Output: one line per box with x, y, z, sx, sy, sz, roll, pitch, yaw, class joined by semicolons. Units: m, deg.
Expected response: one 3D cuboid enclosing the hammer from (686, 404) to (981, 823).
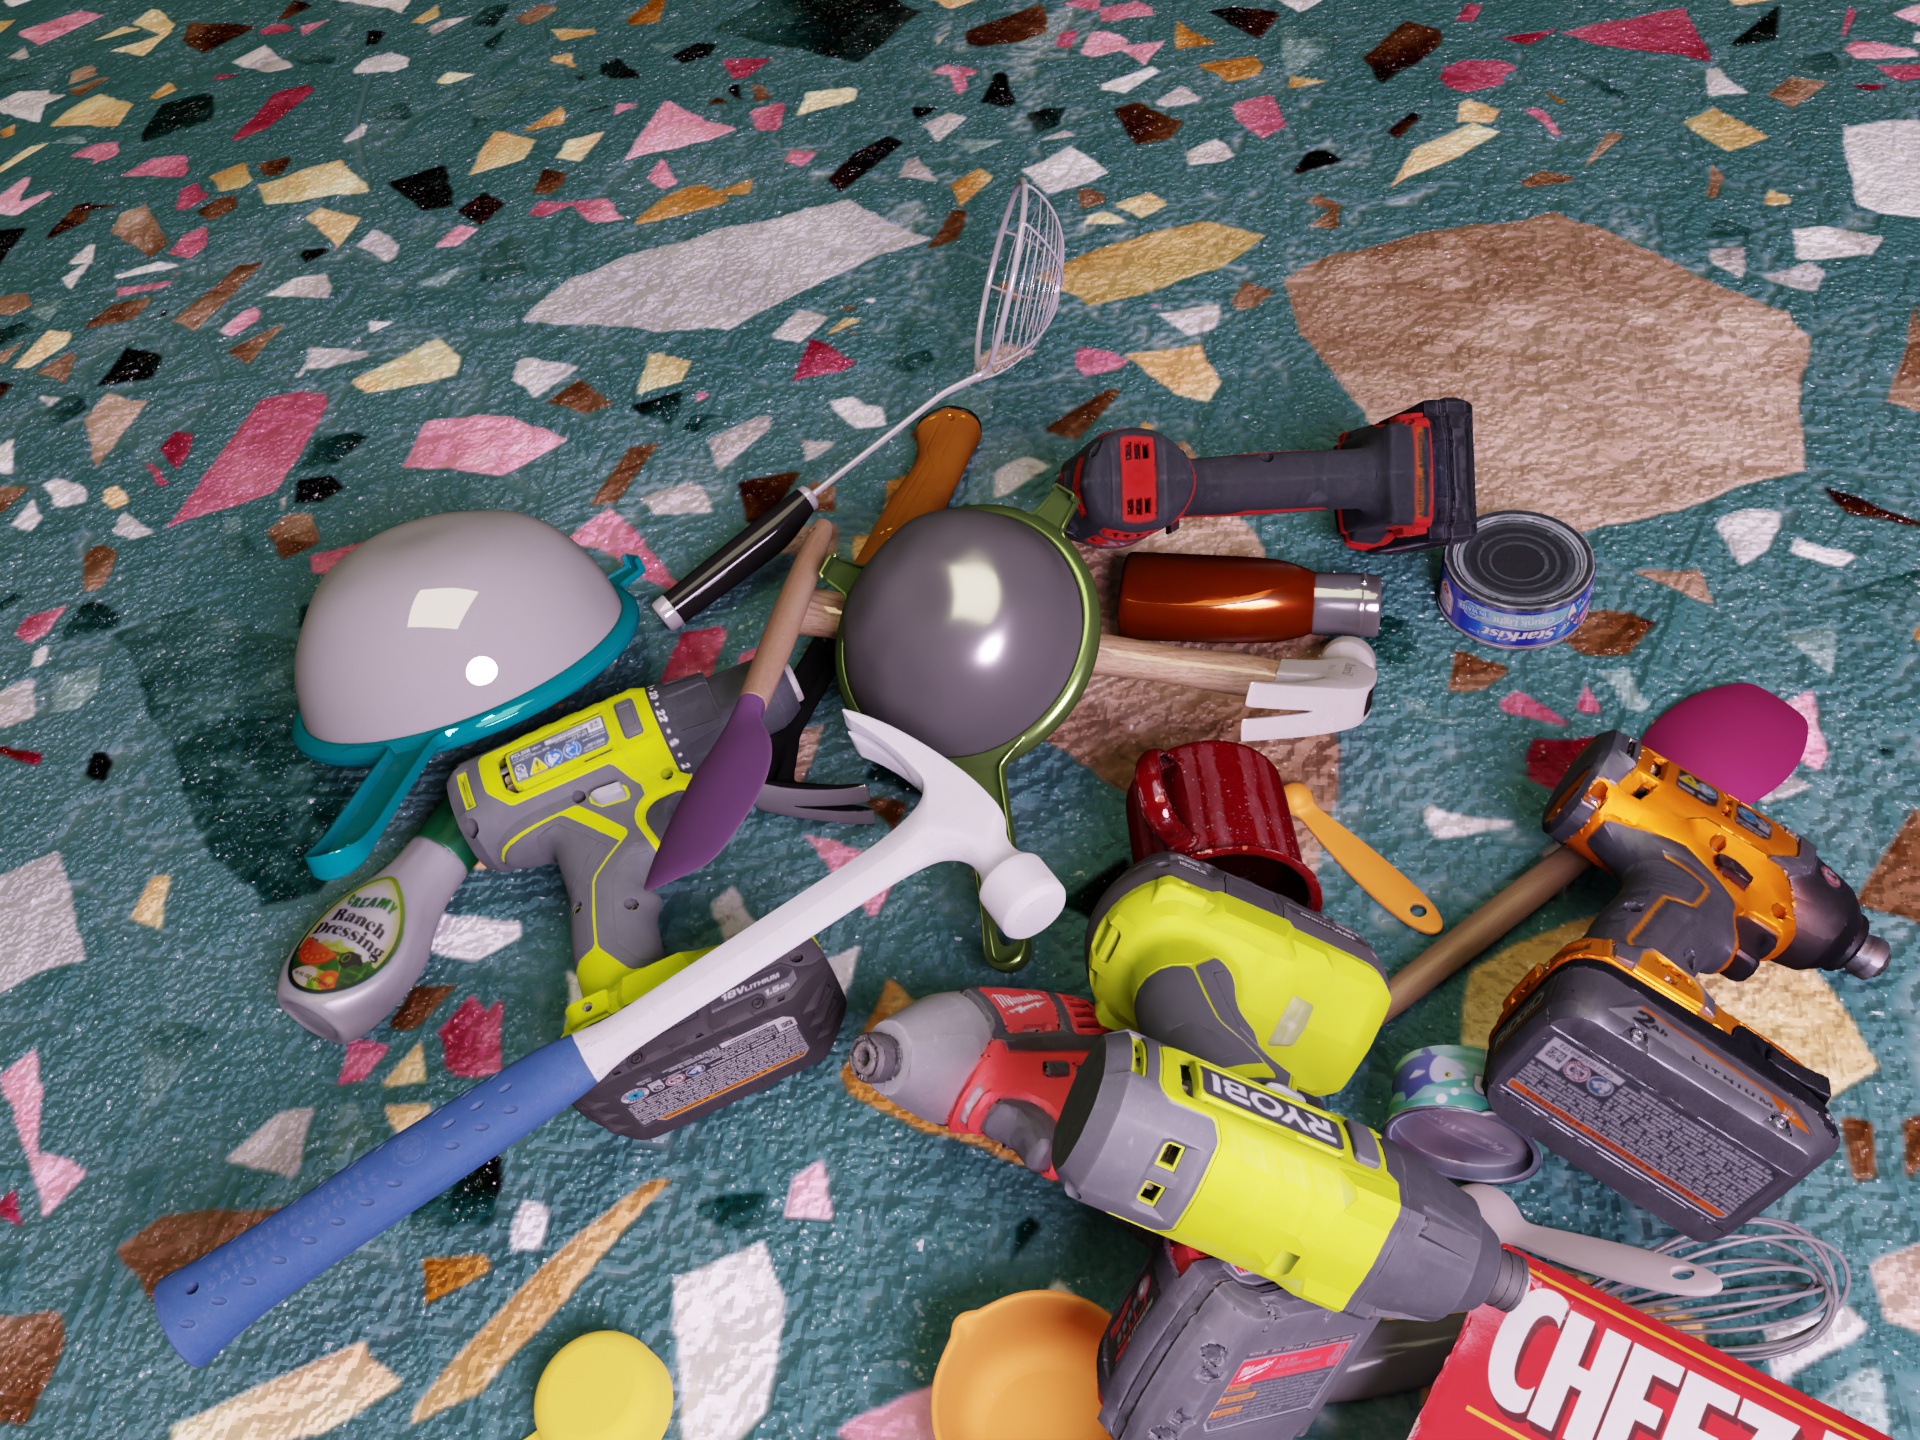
-0.052;-0.079;0.980;0.127;0.034;0.337;11;52;19;hammer

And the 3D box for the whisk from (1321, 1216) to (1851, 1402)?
0.238;0.245;0.646;0.239;0.055;0.055;-12;49;3;whisk

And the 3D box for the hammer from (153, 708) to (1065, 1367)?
-0.158;0.138;0.700;0.405;0.035;0.144;-32;55;-12;hammer

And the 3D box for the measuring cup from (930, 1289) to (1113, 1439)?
0.005;0.308;0.626;0.173;0.052;0.095;-41;55;-22;measuring cup

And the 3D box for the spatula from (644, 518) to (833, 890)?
-0.099;-0.024;0.817;0.060;0.018;0.316;-26;28;24;spatula

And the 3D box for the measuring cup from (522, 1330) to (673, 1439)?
-0.196;0.312;0.667;0.156;0.029;0.062;-27;50;-16;measuring cup

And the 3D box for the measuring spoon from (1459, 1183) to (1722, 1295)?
0.249;0.210;0.649;0.034;0.018;0.124;-24;14;-34;measuring spoon

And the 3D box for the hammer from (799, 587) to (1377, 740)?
0.059;-0.038;0.876;0.331;0.031;0.130;9;19;14;hammer

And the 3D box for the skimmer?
-0.070;-0.203;1.020;0.363;0.127;0.090;-40;95;-8;skimmer

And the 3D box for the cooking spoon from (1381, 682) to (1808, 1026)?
0.313;0.067;0.804;0.319;0.017;0.069;-32;53;-18;cooking spoon

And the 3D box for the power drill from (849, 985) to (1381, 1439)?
0.054;0.188;0.651;0.143;0.078;0.220;13;21;-42;power drill

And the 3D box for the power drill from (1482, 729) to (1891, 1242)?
0.325;0.110;0.693;0.164;0.084;0.226;32;41;9;power drill

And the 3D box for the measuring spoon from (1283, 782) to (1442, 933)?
0.206;0.069;0.824;0.021;0.011;0.117;-30;51;-16;measuring spoon

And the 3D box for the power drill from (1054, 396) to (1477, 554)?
0.164;-0.134;0.930;0.226;0.188;0.080;-3;92;-5;power drill

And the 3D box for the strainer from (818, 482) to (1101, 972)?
-0.001;-0.003;0.802;0.151;0.069;0.257;-15;68;18;strainer

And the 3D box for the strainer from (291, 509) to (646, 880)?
-0.301;-0.038;0.866;0.211;0.095;0.341;-13;26;6;strainer

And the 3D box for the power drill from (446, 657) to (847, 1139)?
-0.145;0.076;0.813;0.190;0.080;0.229;-24;56;-6;power drill

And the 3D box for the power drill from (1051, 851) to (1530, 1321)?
0.124;0.144;0.638;0.171;0.080;0.223;23;16;-3;power drill
